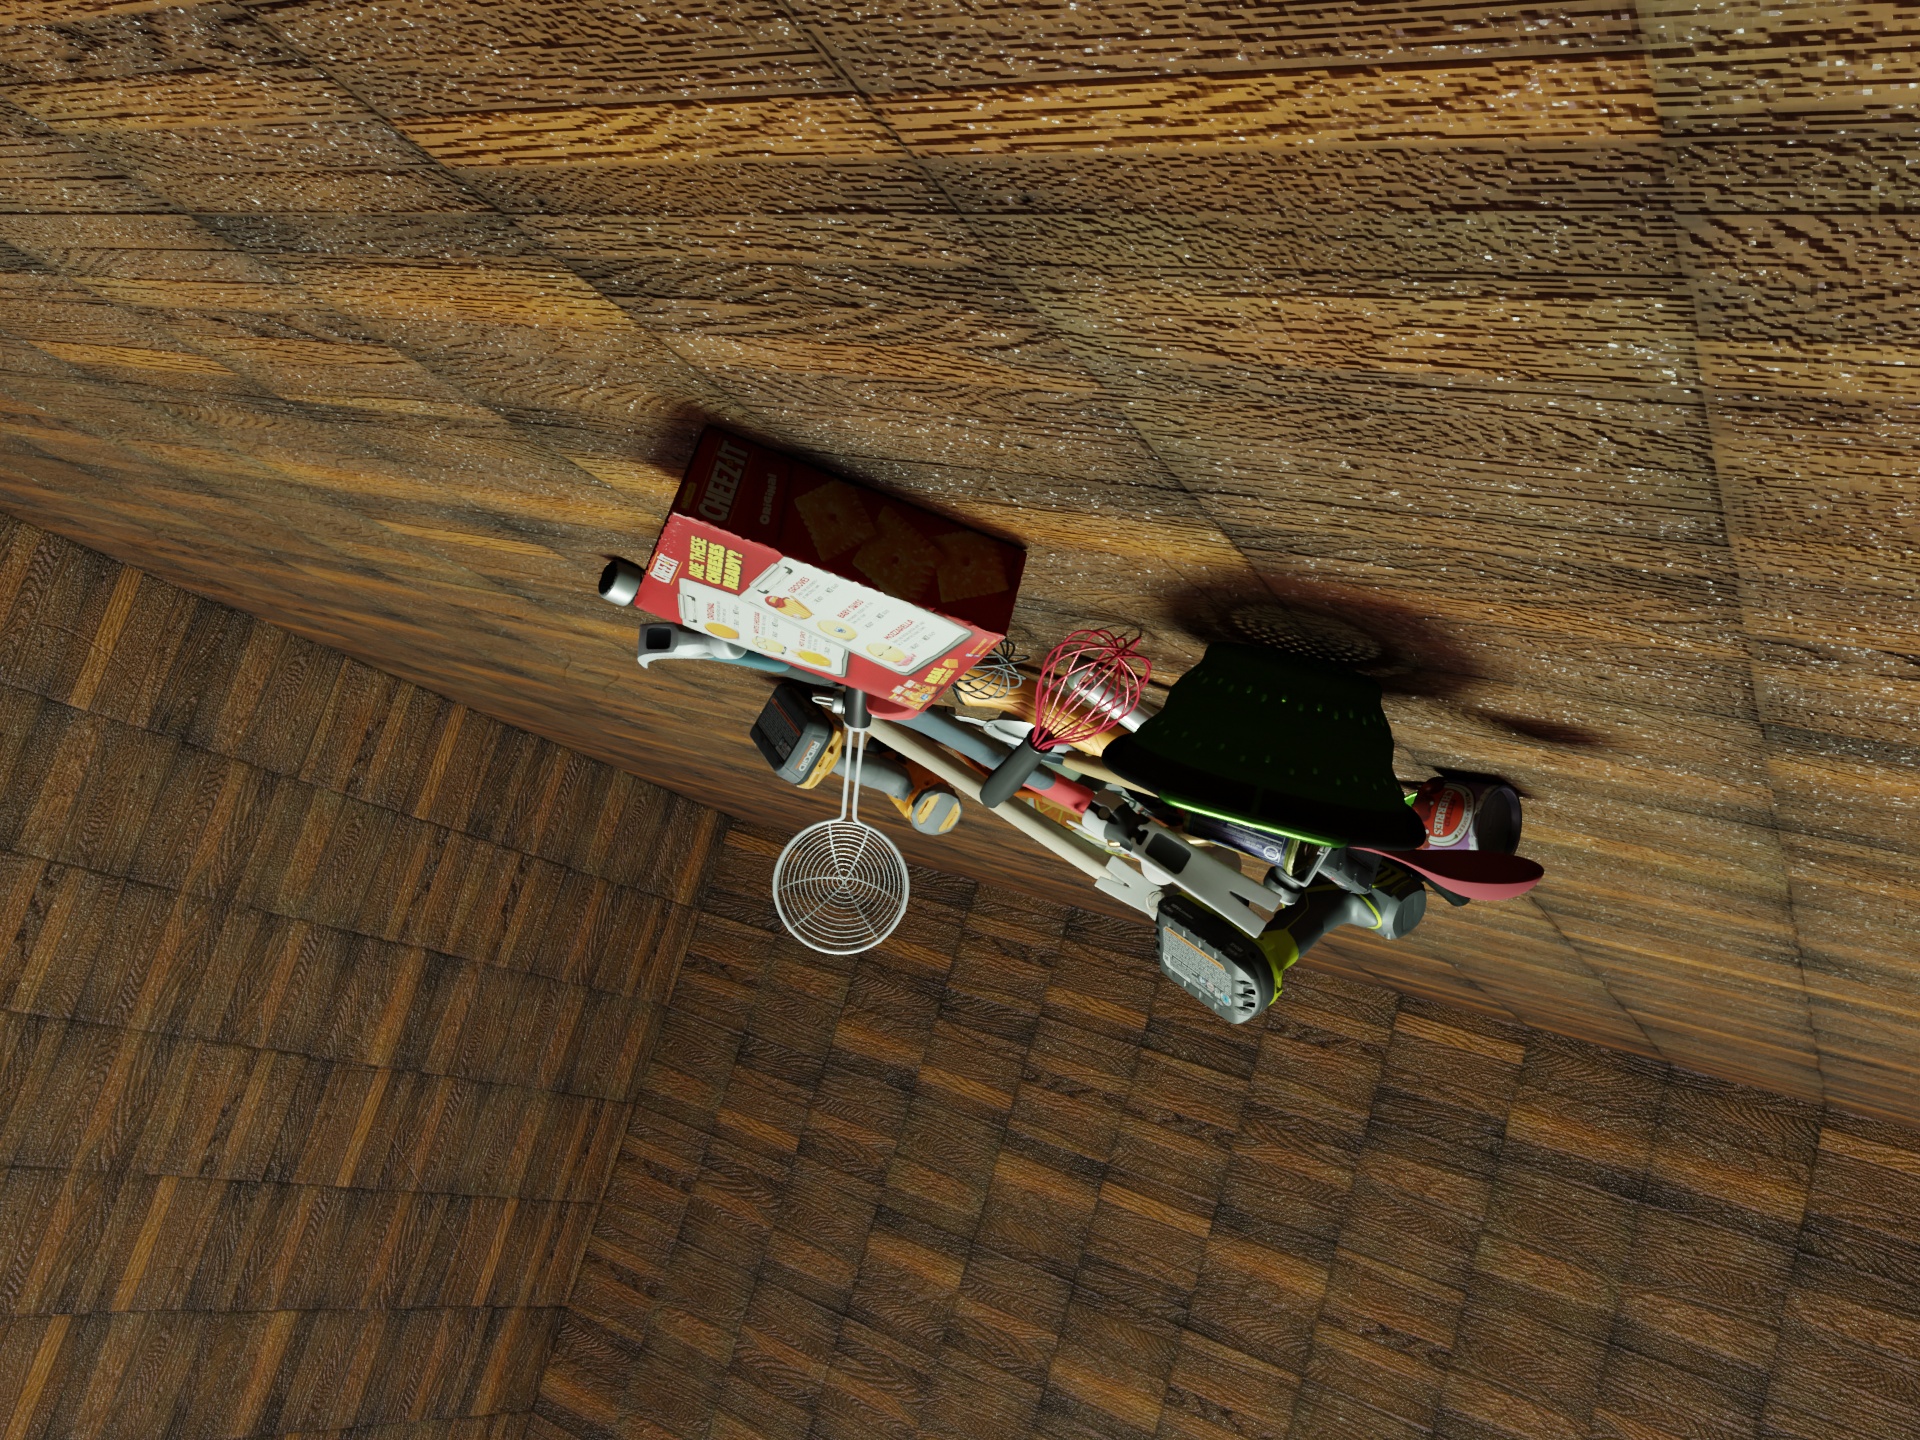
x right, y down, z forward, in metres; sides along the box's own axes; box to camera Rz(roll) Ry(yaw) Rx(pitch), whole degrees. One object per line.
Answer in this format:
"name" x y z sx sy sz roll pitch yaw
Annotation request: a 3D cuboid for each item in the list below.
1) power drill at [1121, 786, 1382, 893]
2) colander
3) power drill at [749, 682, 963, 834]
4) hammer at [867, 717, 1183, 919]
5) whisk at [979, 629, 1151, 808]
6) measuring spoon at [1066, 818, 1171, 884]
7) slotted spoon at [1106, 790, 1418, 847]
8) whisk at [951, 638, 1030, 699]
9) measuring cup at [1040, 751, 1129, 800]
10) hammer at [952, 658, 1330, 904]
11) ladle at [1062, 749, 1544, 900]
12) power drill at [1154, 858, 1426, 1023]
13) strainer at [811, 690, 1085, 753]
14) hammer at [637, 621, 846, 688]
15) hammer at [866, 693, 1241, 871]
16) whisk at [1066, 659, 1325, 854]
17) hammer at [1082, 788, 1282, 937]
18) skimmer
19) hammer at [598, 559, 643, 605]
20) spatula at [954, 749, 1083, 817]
"power drill" 0.250 0.076 1.422 0.227 0.080 0.187 14 170 38
"colander" 0.215 0.000 1.066 0.204 0.094 0.397 15 -172 12
"power drill" -0.120 0.037 1.778 0.226 0.084 0.186 25 -168 -34
"hammer" 0.037 0.078 1.583 0.411 0.038 0.146 31 180 37
"whisk" 0.067 0.007 1.199 0.073 0.073 0.295 19 152 -9
"measuring spoon" 0.140 0.118 1.401 0.124 0.018 0.034 28 174 -25
"slotted spoon" 0.276 0.090 1.318 0.314 0.031 0.070 -5 127 17
"whisk" -0.022 -0.052 1.281 0.055 0.055 0.239 24 174 -32
"measuring cup" 0.127 0.051 1.541 0.083 0.038 0.168 19 178 -21
"hammer" 0.149 0.025 1.295 0.337 0.127 0.034 26 -151 5
"ladle" 0.220 0.067 1.039 0.315 0.031 0.069 16 -166 5
"power drill" 0.295 0.176 1.478 0.223 0.080 0.171 -25 -143 -28
"strainer" -0.002 -0.004 1.401 0.258 0.050 0.087 8 165 -7
"hammer" -0.145 -0.048 1.343 0.128 0.033 0.330 1 175 30
"hammer" 0.070 0.053 1.395 0.386 0.038 0.143 28 173 -30
"whisk" 0.183 0.030 1.225 0.246 0.058 0.059 35 -167 -5
"hammer" 0.196 0.128 1.260 0.146 0.035 0.334 32 179 21
"skimmer" -0.097 0.064 1.389 0.127 0.090 0.363 9 136 0
"hammer" -0.140 -0.093 1.278 0.149 0.036 0.409 23 169 -36
"spatula" 0.109 0.075 1.634 0.323 0.041 0.081 18 179 41
